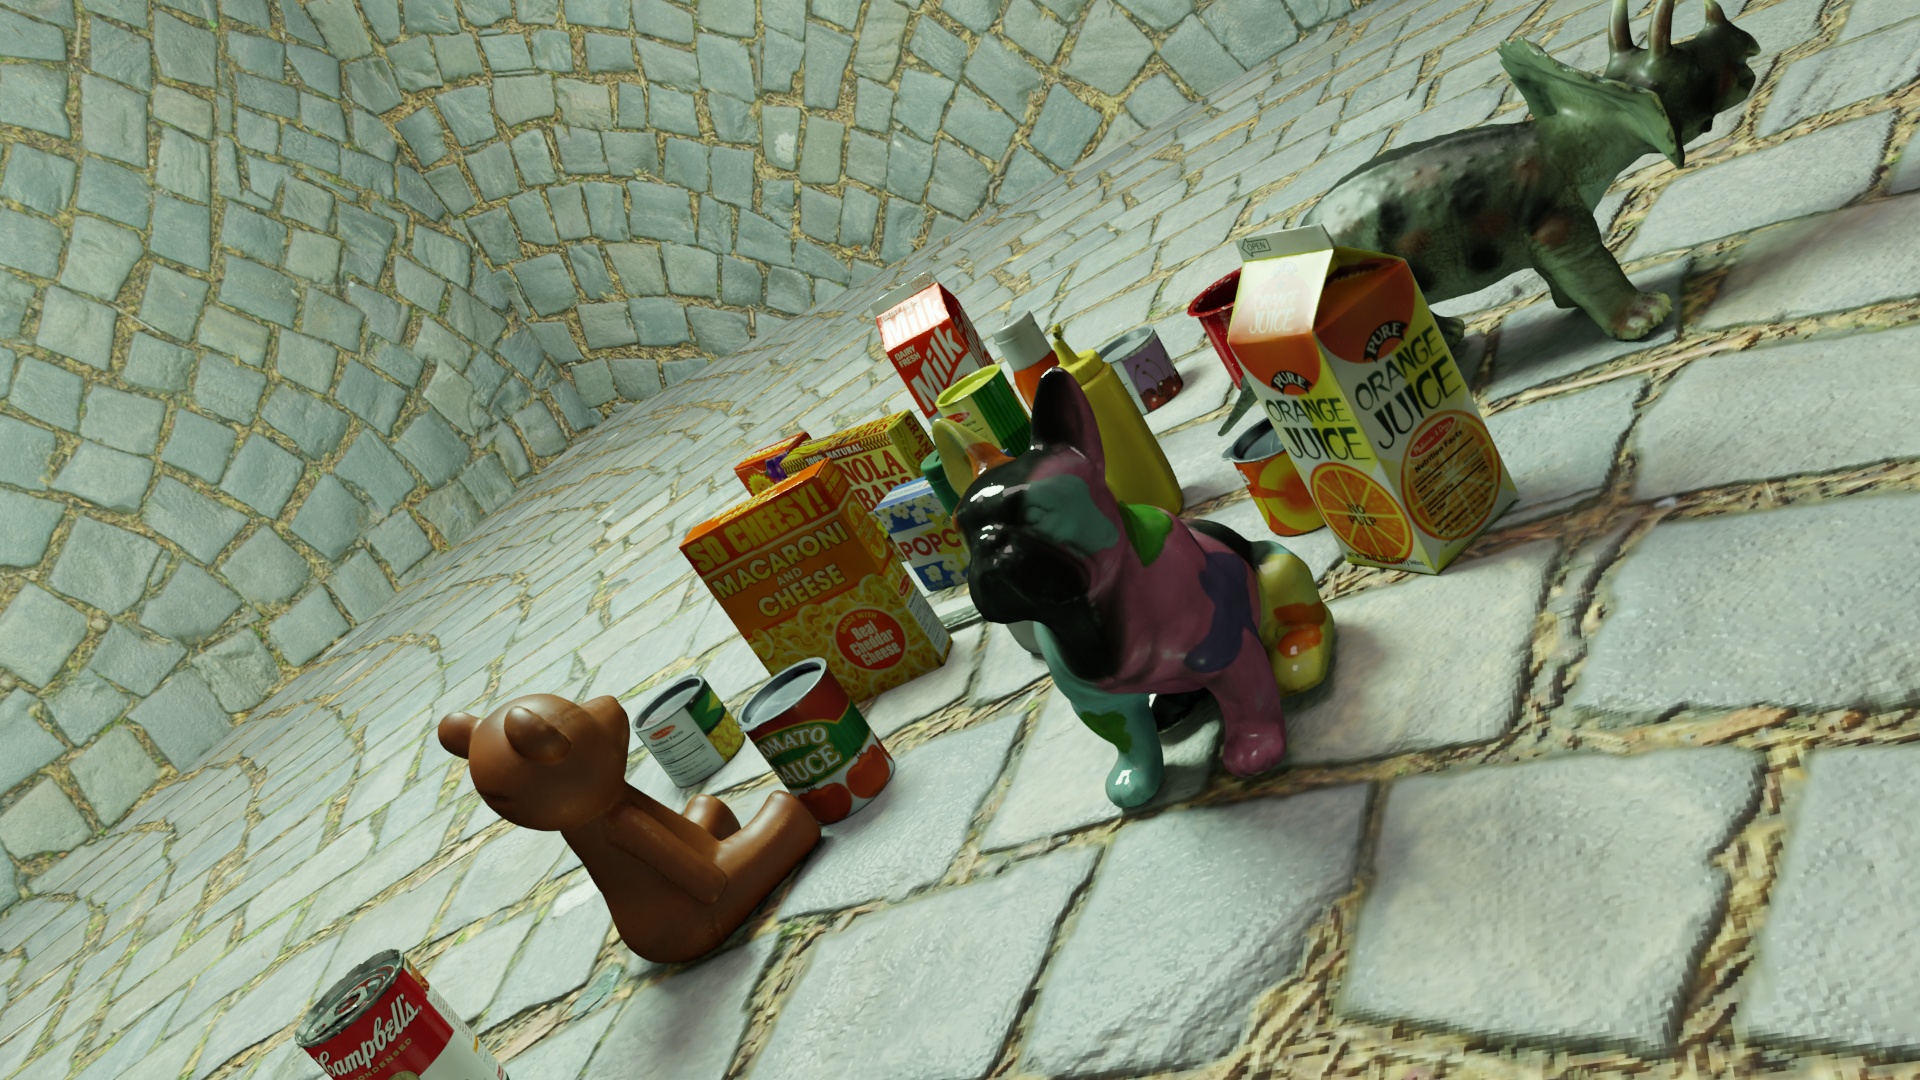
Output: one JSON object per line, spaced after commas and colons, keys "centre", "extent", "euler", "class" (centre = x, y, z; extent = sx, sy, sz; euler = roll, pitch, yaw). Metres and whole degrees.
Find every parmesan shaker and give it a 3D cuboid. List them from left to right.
{"centre": [0.031, -0.094, 1.224], "extent": [0.071, 0.103, 0.071], "euler": [-29, 18, 10], "class": "parmesan shaker"}

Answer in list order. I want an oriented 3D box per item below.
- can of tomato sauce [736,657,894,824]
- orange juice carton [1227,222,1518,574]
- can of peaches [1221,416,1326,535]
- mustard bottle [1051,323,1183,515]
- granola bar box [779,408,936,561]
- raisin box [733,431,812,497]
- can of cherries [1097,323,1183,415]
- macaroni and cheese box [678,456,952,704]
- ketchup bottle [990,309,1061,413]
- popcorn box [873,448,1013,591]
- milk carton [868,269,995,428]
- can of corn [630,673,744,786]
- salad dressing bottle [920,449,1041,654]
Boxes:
{"centre": [-0.091, 0.128, 0.874], "extent": [0.071, 0.083, 0.071], "euler": [-29, 18, 10], "class": "can of tomato sauce"}
{"centre": [0.211, -0.081, 0.737], "extent": [0.073, 0.192, 0.072], "euler": [-38, 18, -18], "class": "orange juice carton"}
{"centre": [0.207, -0.043, 0.864], "extent": [0.071, 0.058, 0.071], "euler": [-29, 18, 10], "class": "can of peaches"}
{"centre": [0.102, -0.084, 0.981], "extent": [0.048, 0.160, 0.065], "euler": [-28, 18, 15], "class": "mustard bottle"}
{"centre": [-0.071, -0.041, 1.222], "extent": [0.165, 0.124, 0.039], "euler": [-11, 28, 50], "class": "granola bar box"}
{"centre": [-0.153, -0.038, 1.352], "extent": [0.086, 0.123, 0.040], "euler": [-15, 24, 44], "class": "raisin box"}
{"centre": [0.158, -0.150, 1.231], "extent": [0.071, 0.058, 0.072], "euler": [-29, 18, 10], "class": "can of cherries"}
{"centre": [-0.102, 0.038, 0.993], "extent": [0.123, 0.166, 0.040], "euler": [-26, 18, 21], "class": "macaroni and cheese box"}
{"centre": [0.076, -0.116, 1.129], "extent": [0.043, 0.148, 0.065], "euler": [-26, 18, 20], "class": "ketchup bottle"}
{"centre": [0.004, -0.014, 1.085], "extent": [0.126, 0.085, 0.038], "euler": [-16, 24, 42], "class": "popcorn box"}
{"centre": [-0.009, -0.160, 1.322], "extent": [0.072, 0.190, 0.074], "euler": [-28, 18, 16], "class": "milk carton"}
{"centre": [-0.208, 0.145, 1.067], "extent": [0.071, 0.058, 0.071], "euler": [-29, 18, 10], "class": "can of corn"}
{"centre": [0.027, 0.004, 0.897], "extent": [0.044, 0.147, 0.064], "euler": [-23, 20, 28], "class": "salad dressing bottle"}
